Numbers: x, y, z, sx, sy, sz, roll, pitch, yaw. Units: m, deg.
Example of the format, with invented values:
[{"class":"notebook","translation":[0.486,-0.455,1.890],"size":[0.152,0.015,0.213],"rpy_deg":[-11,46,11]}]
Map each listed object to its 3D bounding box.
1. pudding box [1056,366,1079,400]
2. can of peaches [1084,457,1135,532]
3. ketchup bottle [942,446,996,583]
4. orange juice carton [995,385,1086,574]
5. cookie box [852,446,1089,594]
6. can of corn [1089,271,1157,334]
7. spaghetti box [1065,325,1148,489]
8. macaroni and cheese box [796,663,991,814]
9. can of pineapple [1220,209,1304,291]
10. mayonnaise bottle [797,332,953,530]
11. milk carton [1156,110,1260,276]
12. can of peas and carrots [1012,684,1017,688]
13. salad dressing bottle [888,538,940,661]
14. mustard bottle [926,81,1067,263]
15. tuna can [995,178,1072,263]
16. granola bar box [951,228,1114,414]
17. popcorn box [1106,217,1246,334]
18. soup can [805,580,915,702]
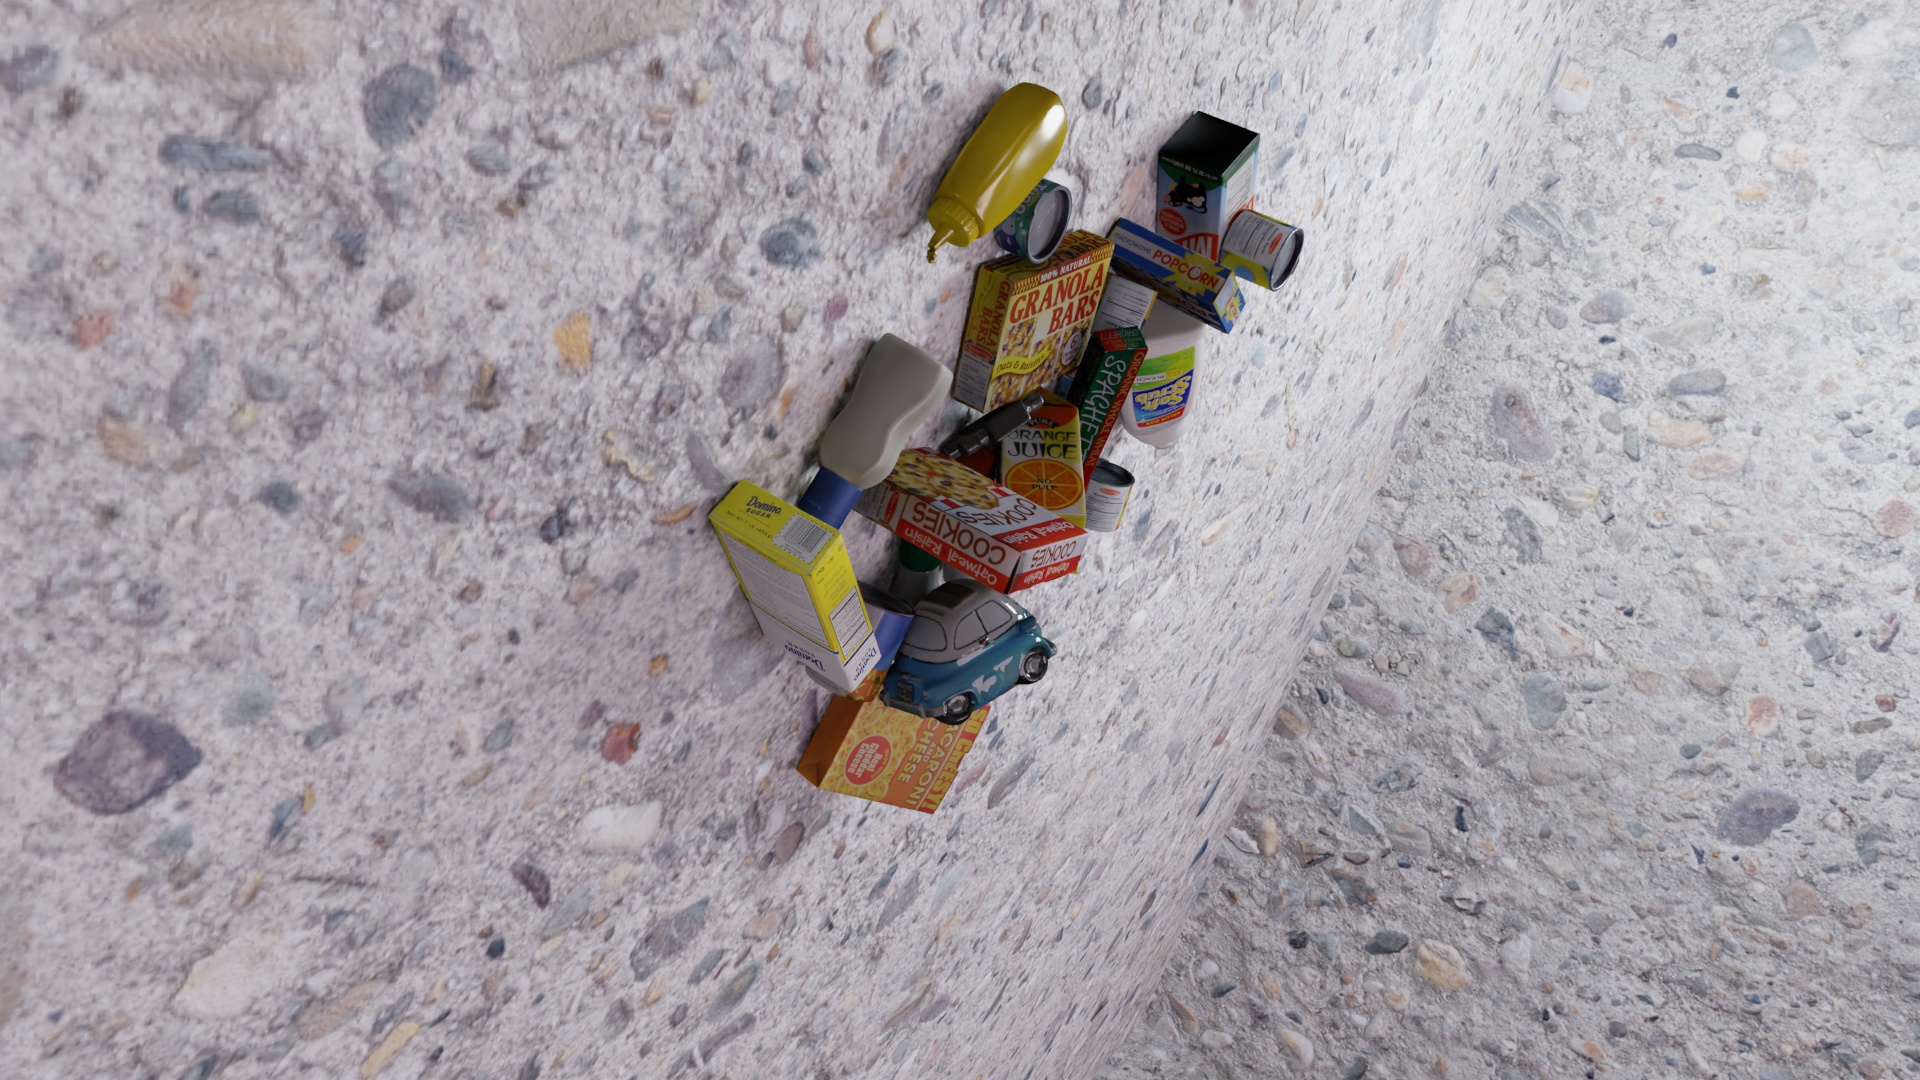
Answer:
[{"class":"pudding box","translation":[0.116,-0.132,1.385],"size":[0.050,0.030,0.083],"rpy_deg":[-31,142,-48]},{"class":"can of peaches","translation":[0.148,-0.050,1.498],"size":[0.071,0.071,0.057],"rpy_deg":[-25,137,-54]},{"class":"ketchup bottle","translation":[0.005,-0.016,1.269],"size":[0.065,0.043,0.148],"rpy_deg":[-51,155,-39]},{"class":"orange juice carton","translation":[0.070,-0.062,1.257],"size":[0.194,0.073,0.071],"rpy_deg":[-89,-177,-47]},{"class":"cookie box","translation":[0.003,-0.018,1.109],"size":[0.123,0.168,0.040],"rpy_deg":[-15,129,-59]},{"class":"can of corn","translation":[0.143,-0.219,1.307],"size":[0.071,0.071,0.058],"rpy_deg":[-4,119,-63]},{"class":"spaghetti box","translation":[0.115,-0.103,1.336],"size":[0.050,0.029,0.248],"rpy_deg":[-9,143,-26]},{"class":"macaroni and cheese box","translation":[-0.058,0.184,1.300],"size":[0.166,0.040,0.123],"rpy_deg":[25,93,-47]},{"class":"can of pineapple","translation":[0.297,-0.285,1.369],"size":[0.071,0.058,0.070],"rpy_deg":[-44,150,-33]},{"class":"mayonnaise bottle","translation":[-0.068,-0.078,1.036],"size":[0.148,0.065,0.041],"rpy_deg":[-58,160,1]},{"class":"milk carton","translation":[0.244,-0.322,1.388],"size":[0.074,0.072,0.189],"rpy_deg":[-49,153,-25]},{"class":"can of peas and carrots","translation":[0.043,0.124,1.473],"size":[0.059,0.071,0.070],"rpy_deg":[-20,133,-58]},{"class":"salad dressing bottle","translation":[-0.040,0.045,1.245],"size":[0.064,0.044,0.146],"rpy_deg":[-41,149,-44]},{"class":"mustard bottle","translation":[0.019,-0.265,1.022],"size":[0.161,0.049,0.065],"rpy_deg":[-53,155,-18]},{"class":"tuna can","translation":[0.059,-0.262,1.126],"size":[0.071,0.033,0.070],"rpy_deg":[-45,152,-33]},{"class":"granola bar box","translation":[0.063,-0.192,1.202],"size":[0.166,0.039,0.123],"rpy_deg":[-32,144,-49]},{"class":"popcorn box","translation":[0.202,-0.250,1.311],"size":[0.038,0.127,0.085],"rpy_deg":[-57,156,0]},{"class":"soup can","translation":[-0.083,0.085,1.171],"size":[0.071,0.071,0.083],"rpy_deg":[6,111,-65]}]
